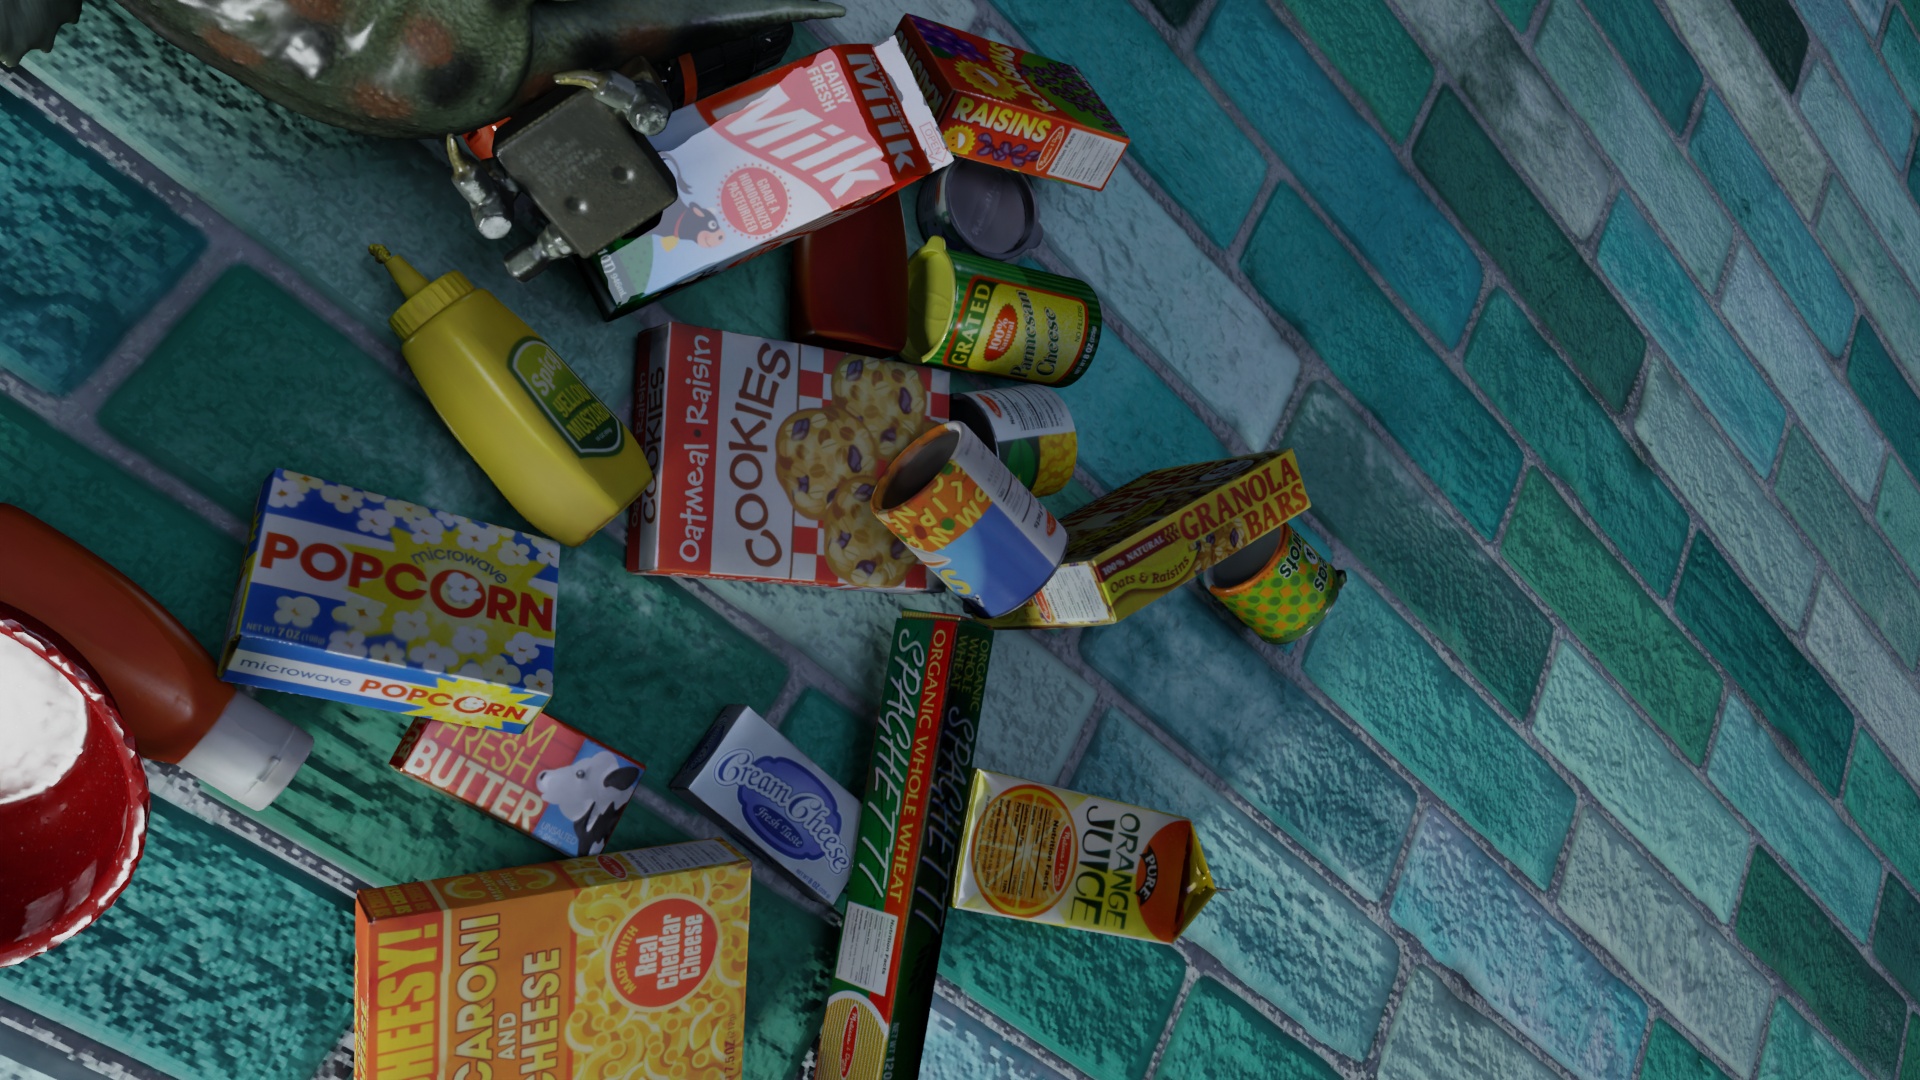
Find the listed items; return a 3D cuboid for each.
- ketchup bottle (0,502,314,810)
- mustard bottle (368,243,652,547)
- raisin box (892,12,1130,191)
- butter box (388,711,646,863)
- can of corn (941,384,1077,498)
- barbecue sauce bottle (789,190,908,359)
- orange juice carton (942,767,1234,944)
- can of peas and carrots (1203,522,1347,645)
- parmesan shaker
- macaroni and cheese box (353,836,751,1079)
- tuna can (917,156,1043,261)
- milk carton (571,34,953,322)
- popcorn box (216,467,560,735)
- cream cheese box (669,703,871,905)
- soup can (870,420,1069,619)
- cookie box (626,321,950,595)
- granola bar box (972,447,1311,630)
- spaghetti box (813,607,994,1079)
[{"bbox_3d":[-0.330,0.053,0.545,0.148,0.043,0.065,42,73,-24],"label":"ketchup bottle"},{"bbox_3d":[-0.210,-0.072,0.629,0.160,0.048,0.065,51,22,-14],"label":"mustard bottle"},{"bbox_3d":[0.025,-0.250,0.797,0.123,0.040,0.086,5,44,-34],"label":"raisin box"},{"bbox_3d":[-0.201,0.104,0.638,0.103,0.024,0.053,36,67,-26],"label":"butter box"},{"bbox_3d":[0.023,-0.051,0.783,0.058,0.071,0.071,-11,91,-35],"label":"can of corn"},{"bbox_3d":[-0.059,-0.176,0.754,0.065,0.043,0.148,6,81,-33],"label":"barbecue sauce bottle"},{"bbox_3d":[0.061,0.178,0.777,0.193,0.071,0.073,18,75,-31],"label":"orange juice carton"},{"bbox_3d":[0.201,0.023,0.889,0.058,0.071,0.071,40,65,-23],"label":"can of peas and carrots"},{"bbox_3d":[0.022,-0.128,0.786,0.103,0.071,0.071,5,82,-33],"label":"parmesan shaker"},{"bbox_3d":[-0.180,0.207,0.619,0.167,0.040,0.123,-1,98,-33],"label":"macaroni and cheese box"},{"bbox_3d":[0.012,-0.191,0.809,0.071,0.032,0.071,4,82,-33],"label":"tuna can"},{"bbox_3d":[-0.099,-0.180,0.677,0.191,0.073,0.072,-29,101,-15],"label":"milk carton"},{"bbox_3d":[-0.239,0.028,0.593,0.127,0.038,0.085,18,45,-31],"label":"popcorn box"},{"bbox_3d":[-0.092,0.134,0.708,0.103,0.024,0.053,44,62,-22],"label":"cream cheese box"},{"bbox_3d":[0.003,-0.009,0.717,0.083,0.071,0.071,45,63,-23],"label":"soup can"},{"bbox_3d":[-0.086,-0.038,0.723,0.168,0.040,0.123,6,82,-35],"label":"cookie box"},{"bbox_3d":[0.099,0.000,0.791,0.166,0.124,0.039,-27,101,-33],"label":"granola bar box"},{"bbox_3d":[-0.028,0.160,0.704,0.029,0.050,0.250,18,78,-41],"label":"spaghetti box"}]
